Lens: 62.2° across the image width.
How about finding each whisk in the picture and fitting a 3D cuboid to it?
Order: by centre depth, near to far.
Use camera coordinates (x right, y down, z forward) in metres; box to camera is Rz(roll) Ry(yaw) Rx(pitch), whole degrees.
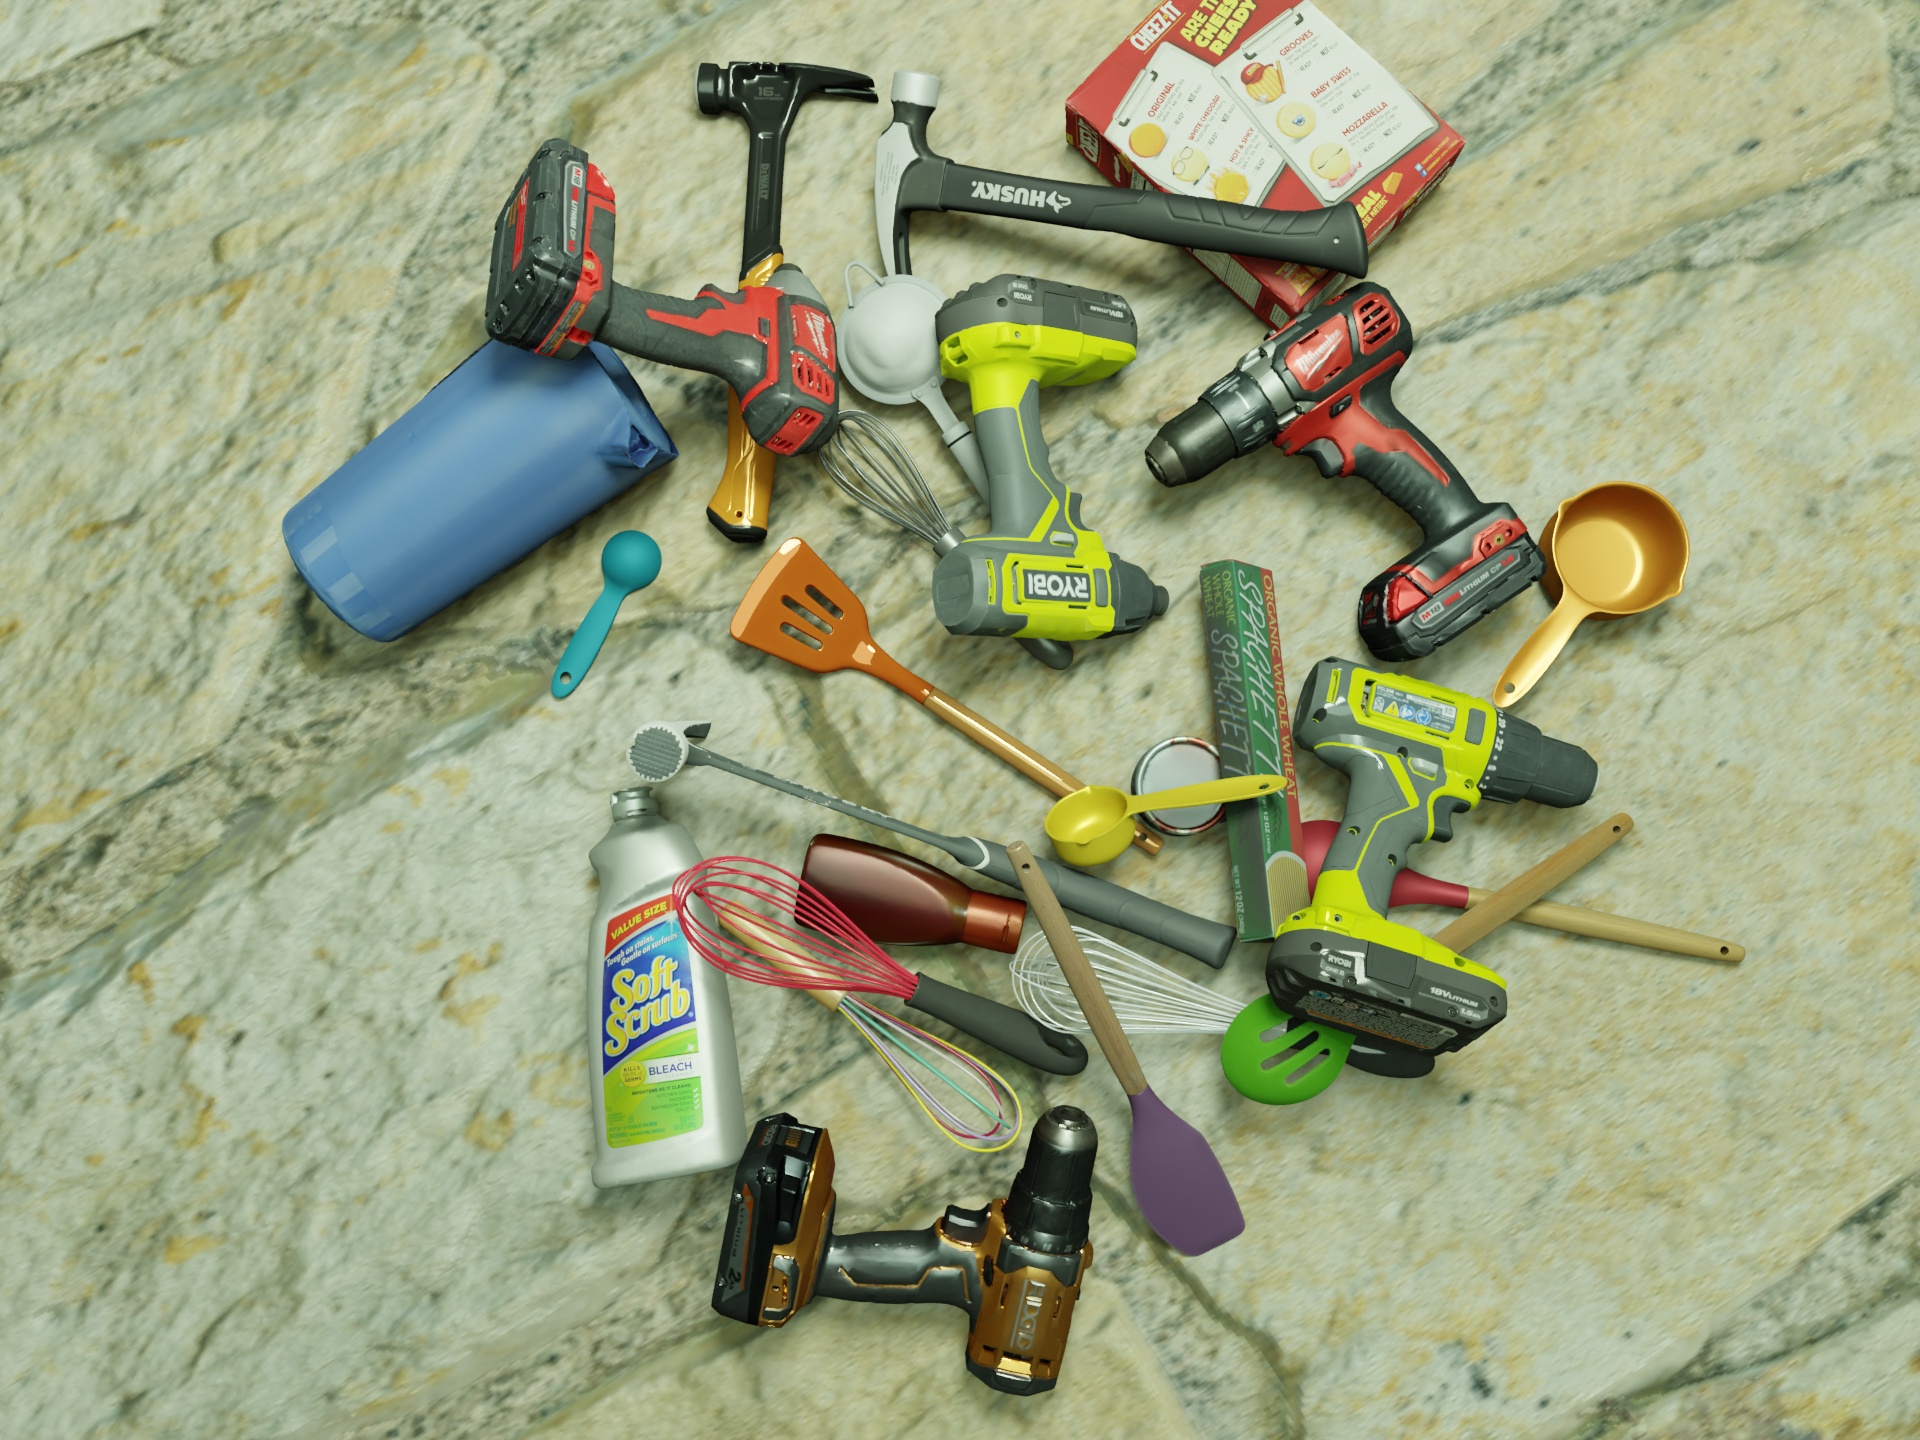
[{"bbox_3d":[-0.048,0.165,1.017,0.295,0.073,0.073,25,86,-12],"label":"whisk"},{"bbox_3d":[0.170,0.191,1.029,0.284,0.070,0.070,13,85,-1],"label":"whisk"},{"bbox_3d":[-0.062,0.199,1.045,0.245,0.051,0.047,36,93,8],"label":"whisk"},{"bbox_3d":[-0.010,-0.122,1.072,0.055,0.055,0.239,-44,88,-2],"label":"whisk"}]

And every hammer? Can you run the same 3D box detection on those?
[{"bbox_3d":[-0.012,0.080,1.027,0.409,0.149,0.036,21,92,-5],"label":"hammer"},{"bbox_3d":[0.100,-0.327,1.038,0.335,0.035,0.146,14,106,16],"label":"hammer"},{"bbox_3d":[-0.131,-0.290,1.098,0.127,0.034,0.337,3,85,4],"label":"hammer"}]

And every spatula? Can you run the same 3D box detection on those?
[{"bbox_3d":[0.098,0.211,0.995,0.060,0.018,0.315,-26,107,0],"label":"spatula"},{"bbox_3d":[-0.002,-0.003,1.062,0.322,0.041,0.081,33,86,4],"label":"spatula"}]

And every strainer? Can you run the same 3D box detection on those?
[{"bbox_3d":[-0.006,-0.200,1.068,0.087,0.050,0.258,-33,95,13],"label":"strainer"}]

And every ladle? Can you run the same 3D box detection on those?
[{"bbox_3d":[0.356,0.123,1.043,0.315,0.031,0.069,11,86,2],"label":"ladle"}]

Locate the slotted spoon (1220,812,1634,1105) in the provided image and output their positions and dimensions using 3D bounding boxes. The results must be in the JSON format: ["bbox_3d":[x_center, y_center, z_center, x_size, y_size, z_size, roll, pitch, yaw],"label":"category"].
[{"bbox_3d":[0.302,0.144,1.011,0.314,0.031,0.070,-31,87,-9],"label":"slotted spoon"}]

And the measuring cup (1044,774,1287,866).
[{"bbox_3d":[0.132,0.061,1.012,0.156,0.062,0.029,-11,122,15],"label":"measuring cup"}]

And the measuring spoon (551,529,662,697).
[{"bbox_3d":[-0.248,-0.073,1.088,0.042,0.021,0.128,27,85,5],"label":"measuring spoon"}]

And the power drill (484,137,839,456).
[{"bbox_3d":[-0.175,-0.262,0.993,0.219,0.078,0.143,18,53,-33],"label":"power drill"}]

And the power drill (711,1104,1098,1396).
[{"bbox_3d":[-0.028,0.311,0.996,0.226,0.084,0.185,12,104,2],"label":"power drill"}]

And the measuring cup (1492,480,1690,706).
[{"bbox_3d":[0.400,-0.076,1.047,0.095,0.052,0.173,38,89,5],"label":"measuring cup"}]

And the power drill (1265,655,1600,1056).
[{"bbox_3d":[0.290,0.083,0.984,0.190,0.080,0.229,17,64,3],"label":"power drill"}]

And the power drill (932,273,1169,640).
[{"bbox_3d":[0.060,-0.163,1.037,0.171,0.080,0.223,0,83,-34],"label":"power drill"}]

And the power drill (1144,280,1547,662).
[{"bbox_3d":[0.247,-0.147,1.030,0.188,0.080,0.226,-34,92,-1],"label":"power drill"}]
